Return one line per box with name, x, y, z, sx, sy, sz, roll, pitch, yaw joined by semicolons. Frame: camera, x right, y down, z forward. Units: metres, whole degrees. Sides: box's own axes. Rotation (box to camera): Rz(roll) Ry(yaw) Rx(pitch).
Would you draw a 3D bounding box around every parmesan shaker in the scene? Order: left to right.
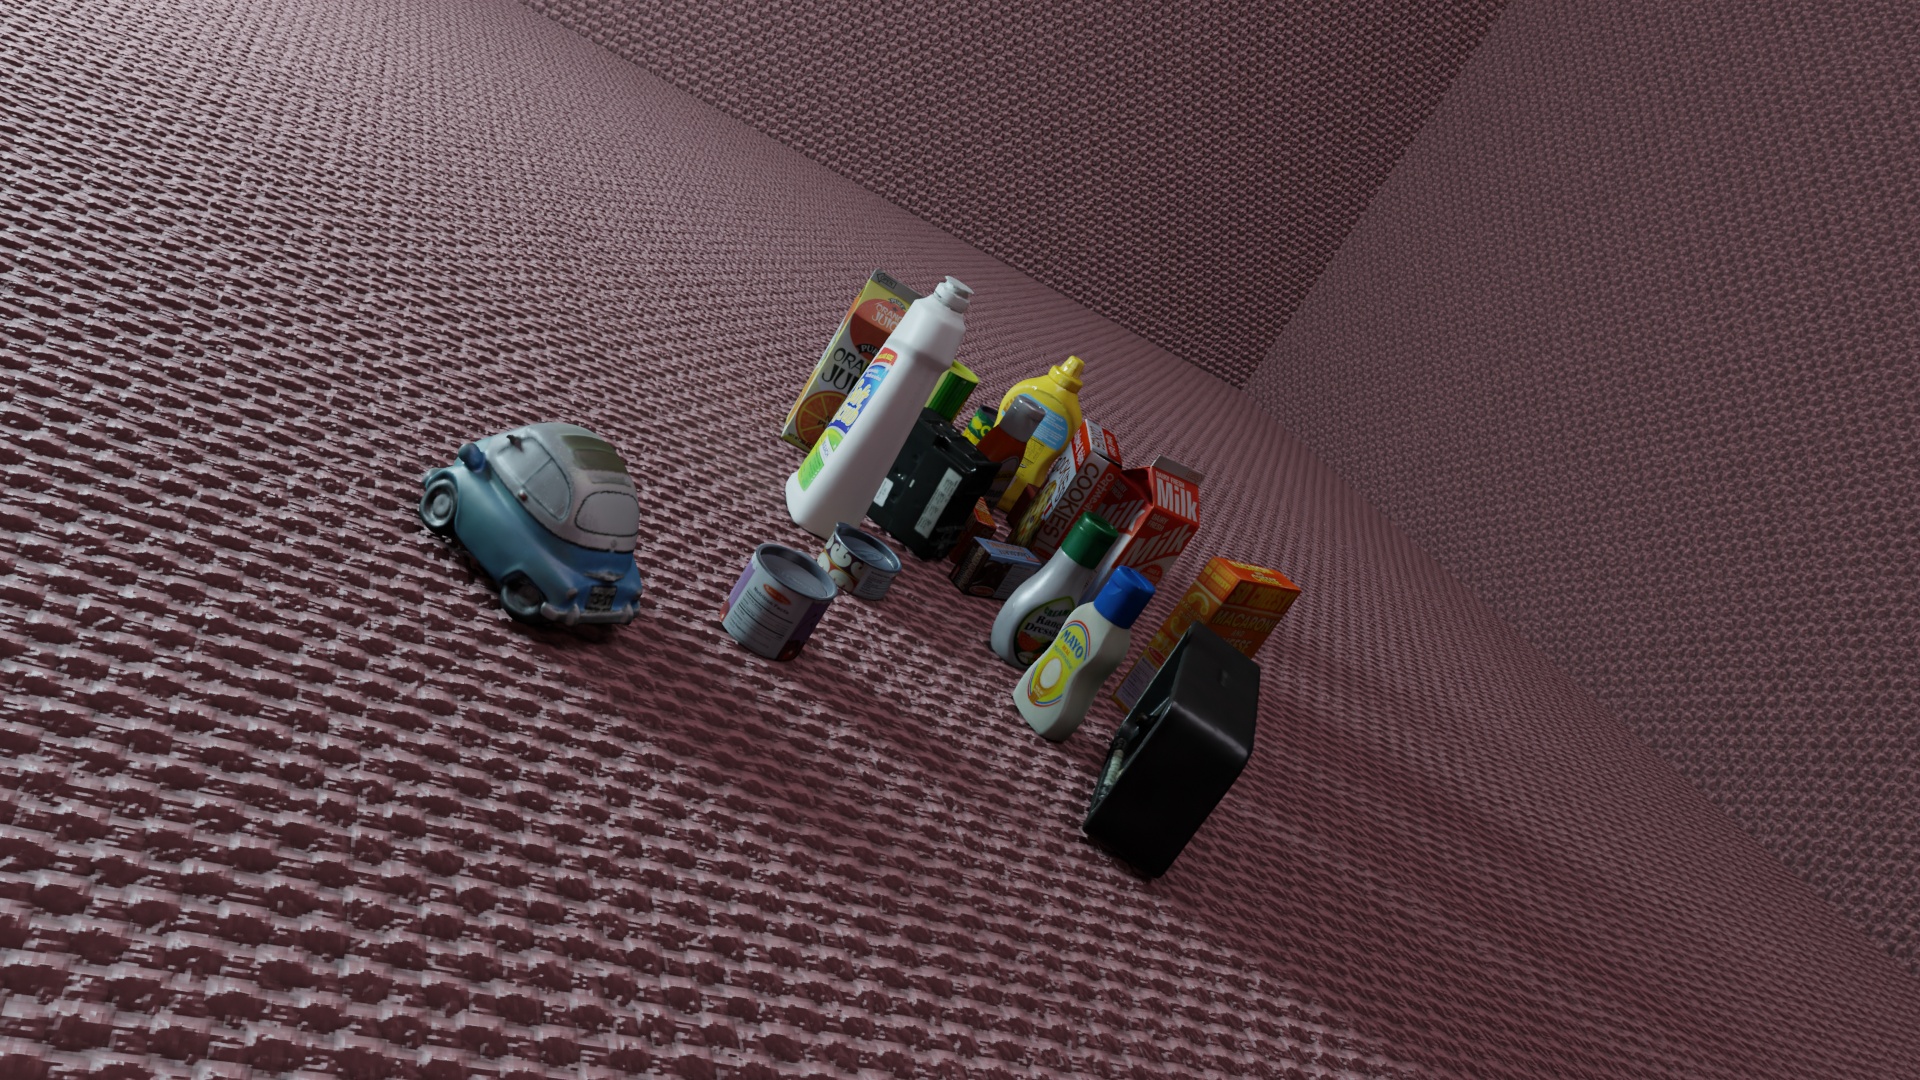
parmesan shaker;-0.033;-0.163;1.639;0.071;0.102;0.071;30;17;-10

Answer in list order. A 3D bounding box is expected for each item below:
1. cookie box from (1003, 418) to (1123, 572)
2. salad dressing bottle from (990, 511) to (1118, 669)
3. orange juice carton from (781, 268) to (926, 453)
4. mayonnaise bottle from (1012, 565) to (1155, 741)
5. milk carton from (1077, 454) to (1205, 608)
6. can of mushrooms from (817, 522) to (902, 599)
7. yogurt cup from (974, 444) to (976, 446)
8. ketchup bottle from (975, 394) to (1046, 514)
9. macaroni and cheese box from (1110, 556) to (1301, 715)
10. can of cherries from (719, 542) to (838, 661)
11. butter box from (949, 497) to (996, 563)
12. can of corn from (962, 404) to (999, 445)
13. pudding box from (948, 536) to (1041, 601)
cookie box;0.102;-0.032;1.414;0.040;0.167;0.123;30;17;-9
salad dressing bottle;0.083;0.043;1.212;0.064;0.147;0.044;20;21;-36
orange juice carton;-0.103;-0.176;1.407;0.072;0.192;0.073;29;17;-12
mayonnaise bottle;0.102;0.089;1.122;0.041;0.147;0.065;19;22;-37
milk carton;0.171;0.001;1.405;0.072;0.190;0.074;20;21;-37
can of mushrooms;-0.087;0.018;1.179;0.071;0.033;0.071;29;18;-10
yogurt cup;0.017;-0.070;1.557;0.072;0.053;0.072;29;18;-10
ketchup bottle;0.036;-0.084;1.468;0.065;0.148;0.043;11;27;-50
macaroni and cheese box;0.228;0.095;1.290;0.124;0.166;0.040;11;27;-50
can of cherries;-0.130;0.044;0.996;0.071;0.058;0.072;29;18;-10
butter box;0.005;-0.018;1.398;0.024;0.053;0.104;26;19;-22
can of corn;0.038;-0.126;1.735;0.071;0.058;0.071;29;18;-10
pudding box;0.034;0.028;1.330;0.084;0.049;0.030;11;27;-49
